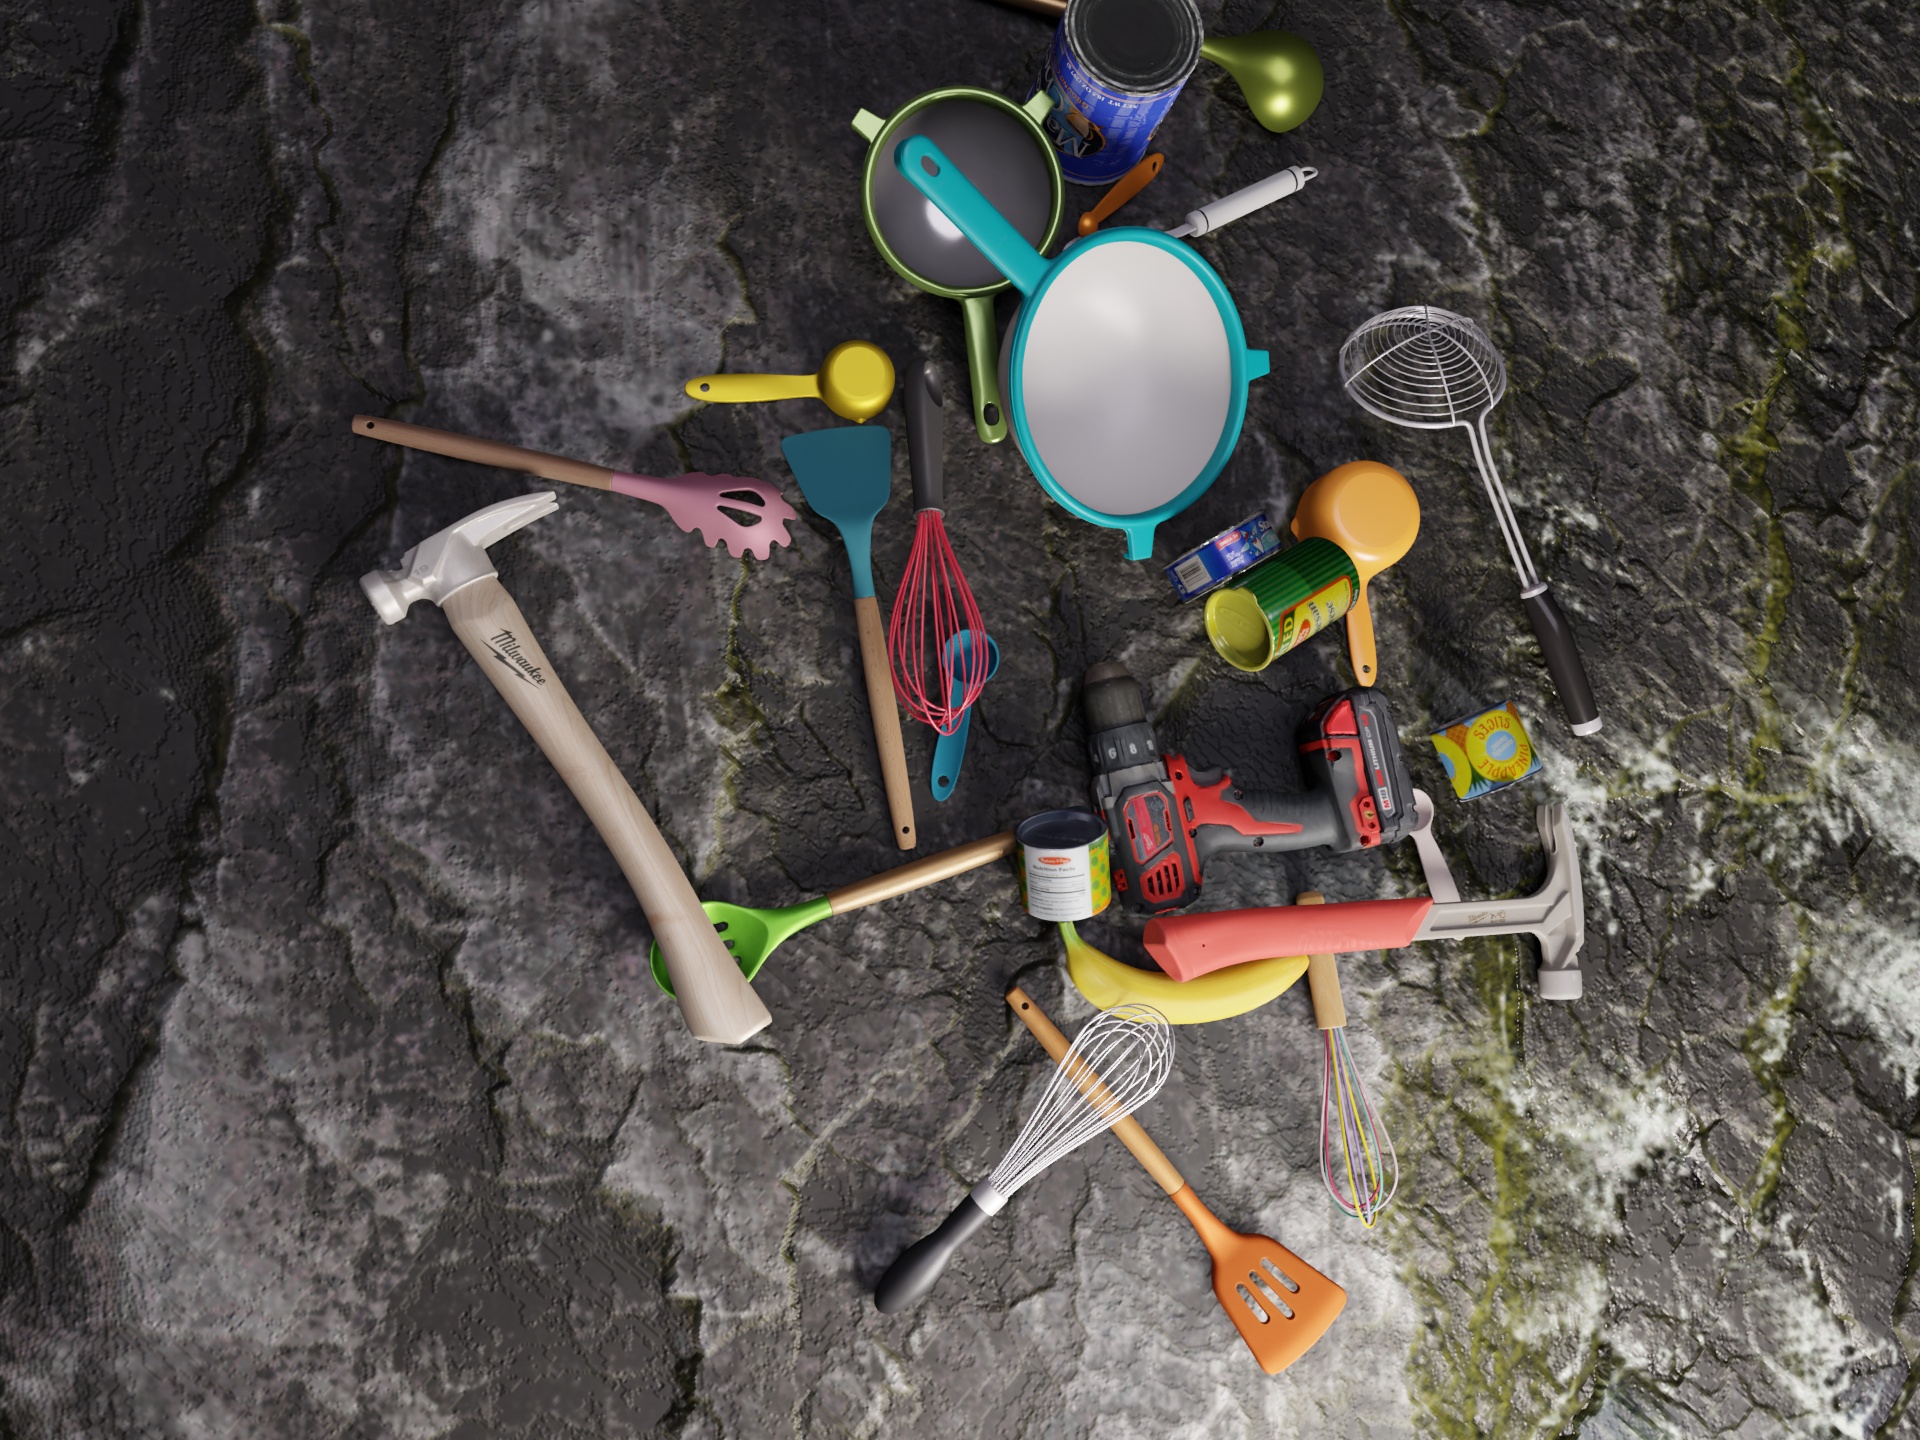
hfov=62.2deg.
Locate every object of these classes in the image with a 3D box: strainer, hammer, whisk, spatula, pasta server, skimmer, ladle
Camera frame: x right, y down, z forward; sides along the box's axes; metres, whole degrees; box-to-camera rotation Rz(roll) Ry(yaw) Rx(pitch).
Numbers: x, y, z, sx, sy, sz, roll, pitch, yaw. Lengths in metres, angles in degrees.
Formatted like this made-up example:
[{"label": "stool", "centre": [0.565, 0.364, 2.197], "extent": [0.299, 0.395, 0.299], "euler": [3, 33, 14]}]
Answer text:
[{"label": "strainer", "centre": [0.005, -0.338, 1.199], "extent": [0.151, 0.069, 0.256], "euler": [-9, 101, -7]}, {"label": "strainer", "centre": [0.178, -0.382, 1.239], "extent": [0.258, 0.050, 0.087], "euler": [-29, 44, -17]}, {"label": "hammer", "centre": [0.302, 0.140, 1.165], "extent": [0.359, 0.037, 0.149], "euler": [-1, 83, -20]}, {"label": "whisk", "centre": [0.043, 0.307, 1.101], "extent": [0.070, 0.070, 0.284], "euler": [44, 90, -2]}, {"label": "whisk", "centre": [-0.022, -0.131, 1.153], "extent": [0.073, 0.073, 0.296], "euler": [0, 72, -10]}, {"label": "strainer", "centre": [0.060, -0.284, 1.136], "extent": [0.340, 0.095, 0.211], "euler": [39, 79, -30]}, {"label": "spatula", "centre": [-0.065, -0.063, 1.164], "extent": [0.082, 0.044, 0.317], "euler": [-9, 89, -12]}, {"label": "whisk", "centre": [0.279, 0.249, 1.176], "extent": [0.047, 0.051, 0.245], "euler": [-2, 78, -31]}, {"label": "hammer", "centre": [-0.244, 0.036, 1.092], "extent": [0.146, 0.038, 0.411], "euler": [-32, 83, -14]}, {"label": "spatula", "centre": [0.142, 0.317, 1.138], "extent": [0.081, 0.041, 0.322], "euler": [-40, 90, -12]}, {"label": "pasta server", "centre": [-0.275, -0.176, 1.142], "extent": [0.316, 0.040, 0.060], "euler": [12, 81, -4]}, {"label": "skimmer", "centre": [0.413, -0.157, 1.255], "extent": [0.127, 0.090, 0.363], "euler": [-26, 98, -15]}, {"label": "ladle", "centre": [0.134, -0.541, 1.259], "extent": [0.320, 0.062, 0.078], "euler": [15, 80, -1]}]

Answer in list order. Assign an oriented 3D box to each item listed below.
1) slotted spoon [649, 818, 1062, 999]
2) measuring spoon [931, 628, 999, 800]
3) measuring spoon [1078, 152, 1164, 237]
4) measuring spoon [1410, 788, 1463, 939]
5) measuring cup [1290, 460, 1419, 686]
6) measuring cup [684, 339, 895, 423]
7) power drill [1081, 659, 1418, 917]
[{"label": "slotted spoon", "centre": [-0.069, 0.125, 1.135], "extent": [0.313, 0.031, 0.070], "euler": [-19, 85, -14]}, {"label": "measuring spoon", "centre": [-0.002, -0.004, 1.172], "extent": [0.042, 0.021, 0.128], "euler": [13, 90, 2]}, {"label": "measuring spoon", "centre": [0.128, -0.407, 1.231], "extent": [0.011, 0.021, 0.117], "euler": [24, 57, 32]}, {"label": "measuring spoon", "centre": [0.359, 0.111, 1.220], "extent": [0.034, 0.018, 0.124], "euler": [-23, 94, -14]}, {"label": "measuring cup", "centre": [0.311, -0.115, 1.219], "extent": [0.095, 0.052, 0.174], "euler": [-2, 81, -10]}, {"label": "measuring cup", "centre": [-0.124, -0.251, 1.173], "extent": [0.156, 0.029, 0.062], "euler": [-5, 83, -12]}, {"label": "power drill", "centre": [0.203, 0.032, 1.172], "extent": [0.226, 0.080, 0.188], "euler": [-12, 84, -8]}]
